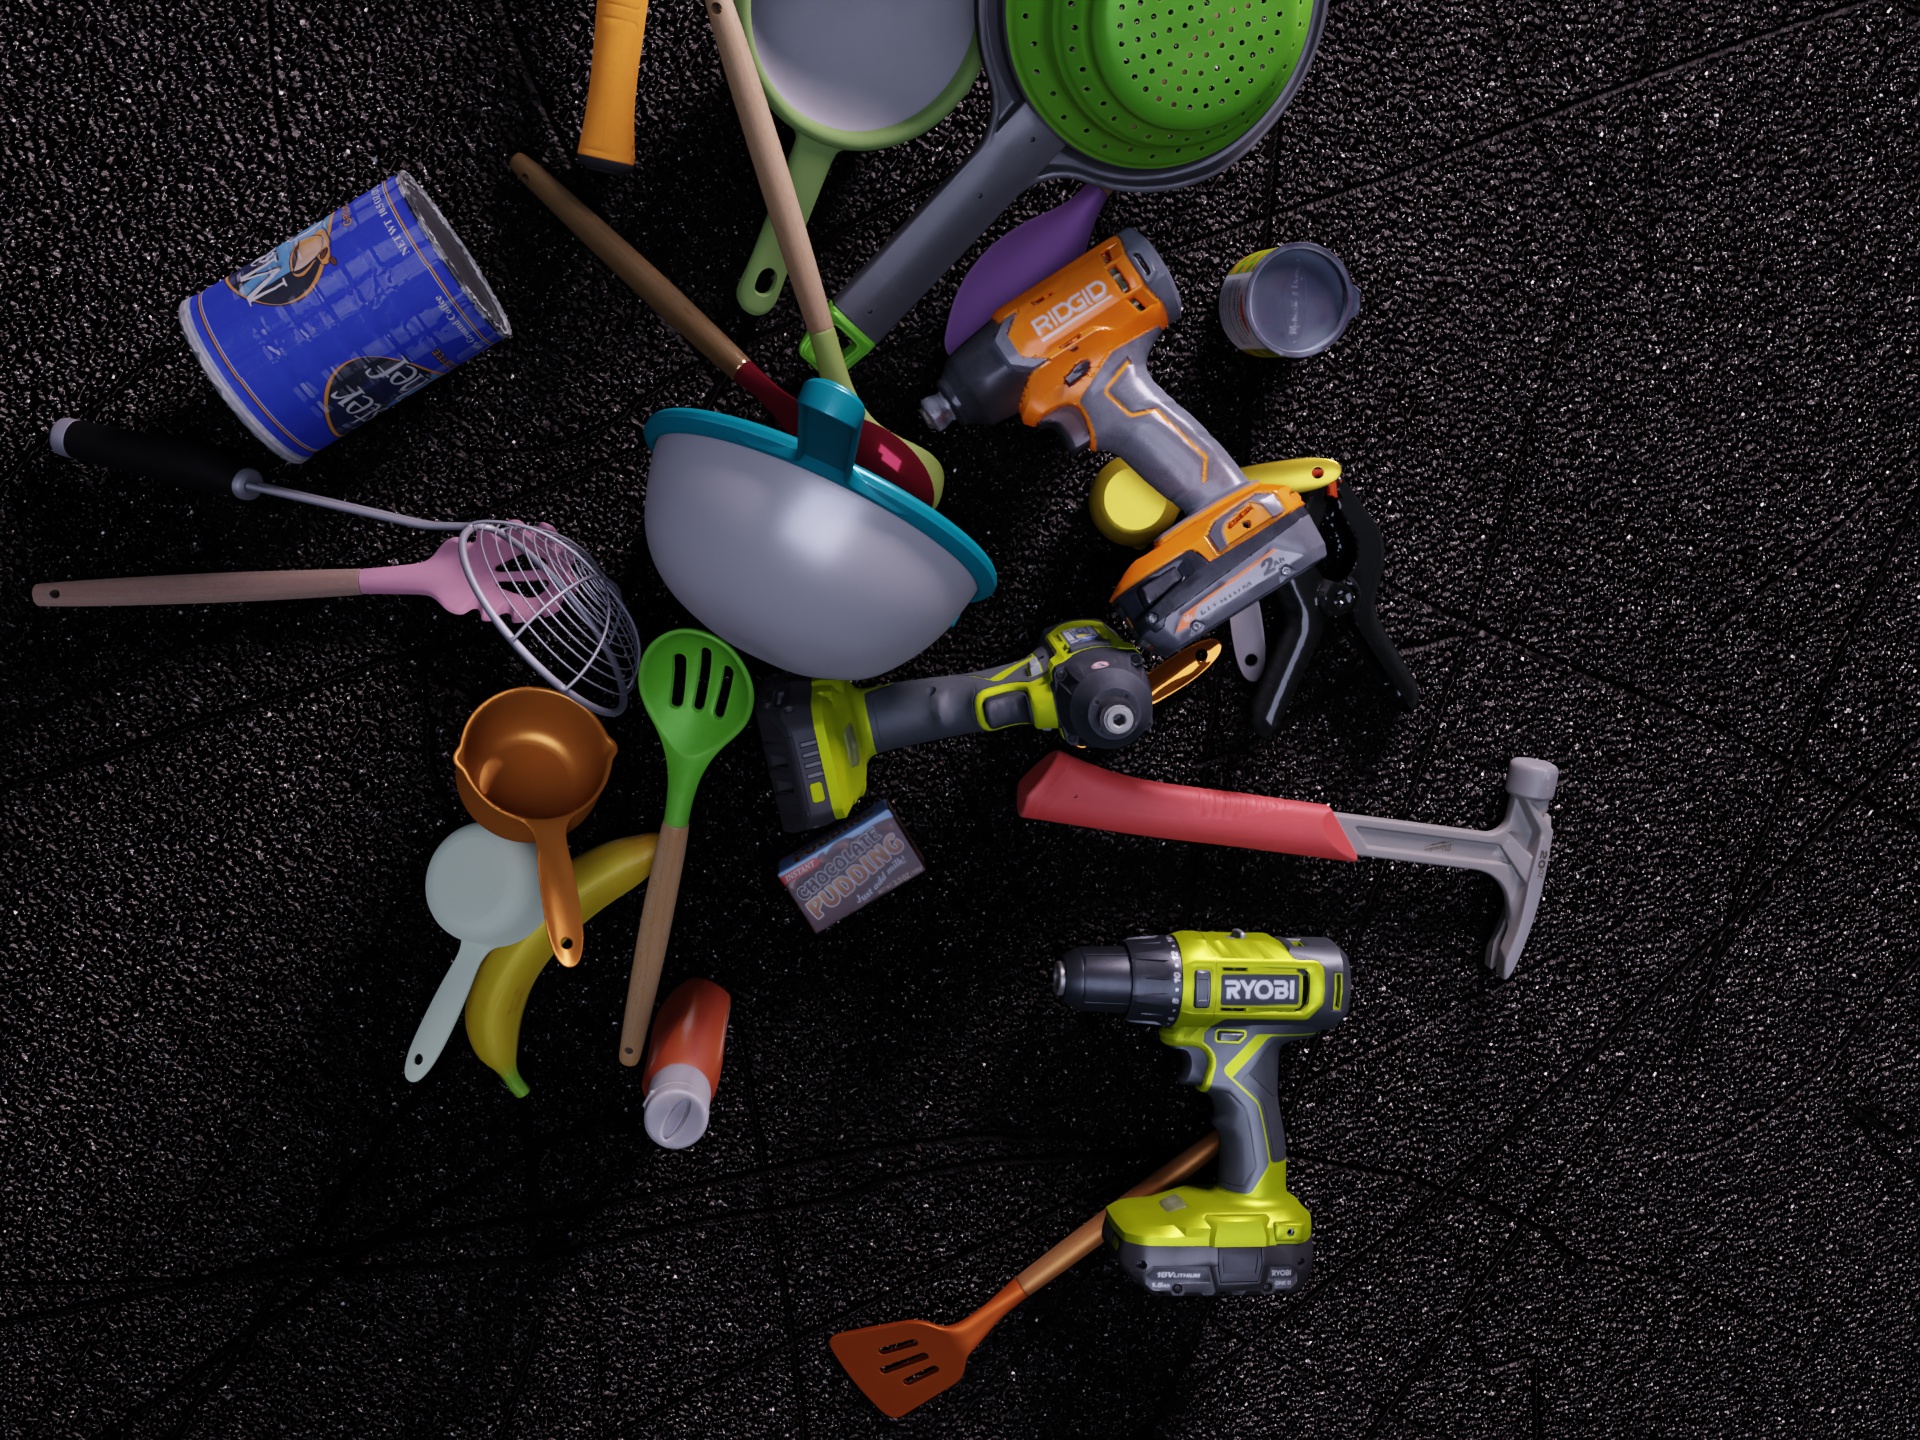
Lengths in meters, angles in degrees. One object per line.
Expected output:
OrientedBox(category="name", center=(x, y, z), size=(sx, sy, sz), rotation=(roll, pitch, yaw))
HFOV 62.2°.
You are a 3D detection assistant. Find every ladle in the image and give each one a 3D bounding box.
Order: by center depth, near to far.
OrientedBox(category="ladle", center=(-0.083, -0.249, 0.896), size=(0.078, 0.062, 0.320), rotation=(-8, 115, 19))
OrientedBox(category="ladle", center=(-0.141, -0.216, 0.899), size=(0.315, 0.031, 0.069), rotation=(43, 137, 5))

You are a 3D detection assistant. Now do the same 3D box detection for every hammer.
OrientedBox(category="hammer", center=(-0.169, -0.467, 0.848), size=(0.034, 0.127, 0.336), rotation=(9, 107, -8))
OrientedBox(category="hammer", center=(0.213, 0.079, 1.046), size=(0.359, 0.037, 0.149), rotation=(7, 101, -9))

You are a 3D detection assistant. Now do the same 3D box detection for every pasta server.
OrientedBox(category="pasta server", center=(-0.383, -0.082, 0.938), size=(0.316, 0.040, 0.060), rotation=(-3, 90, -5))

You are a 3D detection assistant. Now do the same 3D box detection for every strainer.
OrientedBox(category="strainer", center=(-0.086, -0.085, 0.812), size=(0.211, 0.340, 0.095), rotation=(24, 83, -4))
OrientedBox(category="strainer", center=(-0.081, -0.360, 0.907), size=(0.151, 0.069, 0.256), rotation=(10, 120, -32))

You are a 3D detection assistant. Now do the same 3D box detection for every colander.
OrientedBox(category="colander", center=(0.057, -0.326, 0.871), size=(0.397, 0.095, 0.204), rotation=(-43, 119, 15))

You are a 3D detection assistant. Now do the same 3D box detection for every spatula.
OrientedBox(category="spatula", center=(0.096, -0.340, 0.949), size=(0.059, 0.018, 0.316), rotation=(36, 97, -12))
OrientedBox(category="spatula", center=(0.060, 0.371, 1.099), size=(0.322, 0.041, 0.081), rotation=(-36, 104, -3))

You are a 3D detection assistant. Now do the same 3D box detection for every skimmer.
OrientedBox(category="skimmer", center=(-0.349, -0.090, 0.886), size=(0.363, 0.127, 0.090), rotation=(14, 95, 9))

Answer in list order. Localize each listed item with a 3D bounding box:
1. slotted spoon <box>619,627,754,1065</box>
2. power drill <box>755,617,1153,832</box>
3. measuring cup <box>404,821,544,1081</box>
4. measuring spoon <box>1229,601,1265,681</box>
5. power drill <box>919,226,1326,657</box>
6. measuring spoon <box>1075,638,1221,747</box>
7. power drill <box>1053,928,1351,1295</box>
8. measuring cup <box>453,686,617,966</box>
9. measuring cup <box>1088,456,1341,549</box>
OrientedBox(category="slotted spoon", center=(-0.180, 0.083, 0.974), size=(0.070, 0.031, 0.313), rotation=(16, 114, 2))
OrientedBox(category="power drill", center=(-0.001, -0.003, 0.935), size=(0.223, 0.171, 0.080), rotation=(-12, 104, -1))
OrientedBox(category="measuring cup", center=(-0.307, 0.140, 0.965), size=(0.083, 0.038, 0.167), rotation=(21, 83, 19))
OrientedBox(category="measuring spoon", center=(0.179, -0.084, 1.020), size=(0.034, 0.018, 0.124), rotation=(-10, 110, 4))
OrientedBox(category="power drill", center=(0.091, -0.152, 0.929), size=(0.164, 0.084, 0.226), rotation=(-32, 86, 1))
OrientedBox(category="measuring spoon", center=(0.119, -0.019, 1.028), size=(0.117, 0.011, 0.021), rotation=(-33, 104, -3))
OrientedBox(category="power drill", center=(0.153, 0.251, 1.045), size=(0.190, 0.080, 0.228), rotation=(2, 91, -9))
OrientedBox(category="measuring cup", center=(-0.248, 0.068, 0.940), size=(0.095, 0.052, 0.174), rotation=(-5, 68, -26))
OrientedBox(category="measuring cup", center=(0.156, -0.143, 0.977), size=(0.156, 0.029, 0.062), rotation=(-8, 94, 8))
